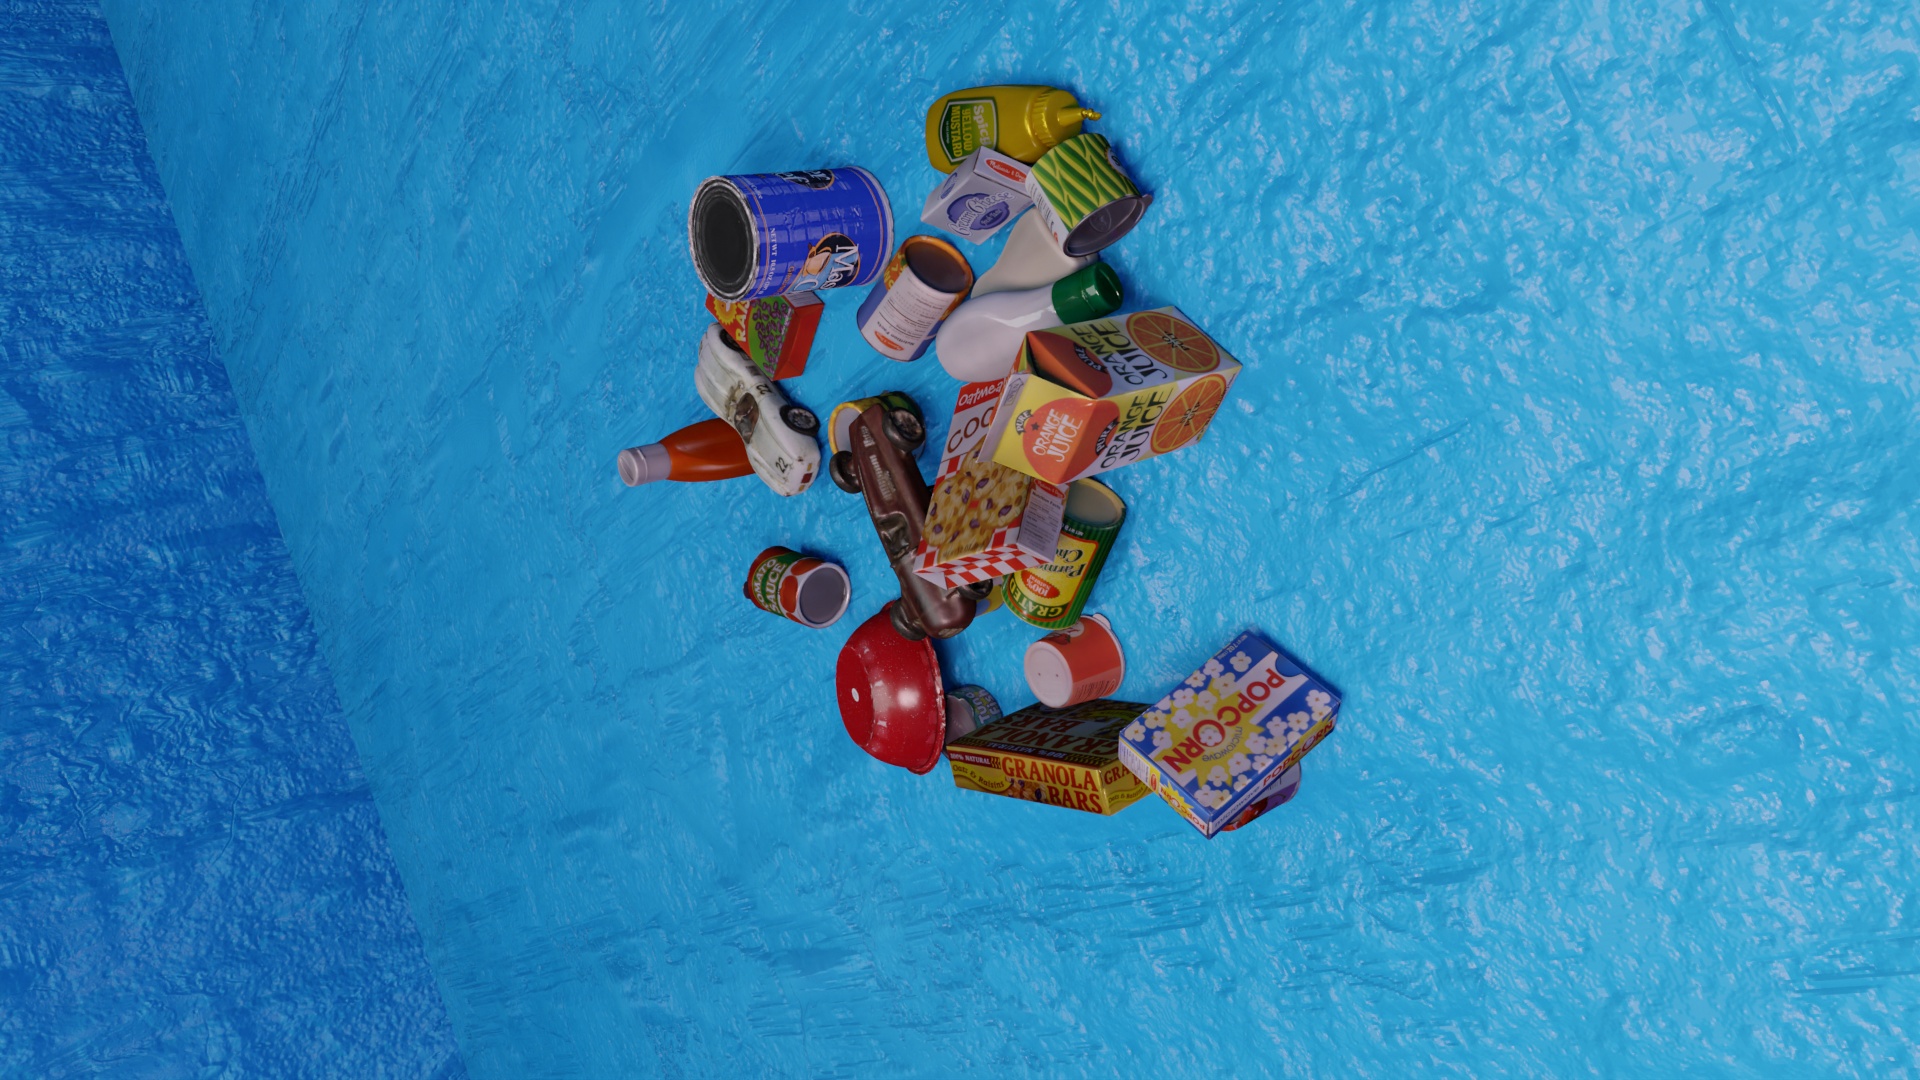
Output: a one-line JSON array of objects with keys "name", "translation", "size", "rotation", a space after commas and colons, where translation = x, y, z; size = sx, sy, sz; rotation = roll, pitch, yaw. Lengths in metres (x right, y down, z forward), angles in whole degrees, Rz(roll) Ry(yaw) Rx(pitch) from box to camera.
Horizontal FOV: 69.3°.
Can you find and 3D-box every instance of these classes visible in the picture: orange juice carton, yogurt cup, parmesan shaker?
[{"name": "orange juice carton", "translation": [0.090, -0.095, 0.911], "size": [0.073, 0.193, 0.071], "rotation": [47, 133, 27]}, {"name": "yogurt cup", "translation": [0.087, 0.098, 1.090], "size": [0.072, 0.054, 0.072], "rotation": [21, 119, 44]}, {"name": "parmesan shaker", "translation": [0.076, 0.007, 1.060], "size": [0.071, 0.071, 0.102], "rotation": [45, 133, 30]}]

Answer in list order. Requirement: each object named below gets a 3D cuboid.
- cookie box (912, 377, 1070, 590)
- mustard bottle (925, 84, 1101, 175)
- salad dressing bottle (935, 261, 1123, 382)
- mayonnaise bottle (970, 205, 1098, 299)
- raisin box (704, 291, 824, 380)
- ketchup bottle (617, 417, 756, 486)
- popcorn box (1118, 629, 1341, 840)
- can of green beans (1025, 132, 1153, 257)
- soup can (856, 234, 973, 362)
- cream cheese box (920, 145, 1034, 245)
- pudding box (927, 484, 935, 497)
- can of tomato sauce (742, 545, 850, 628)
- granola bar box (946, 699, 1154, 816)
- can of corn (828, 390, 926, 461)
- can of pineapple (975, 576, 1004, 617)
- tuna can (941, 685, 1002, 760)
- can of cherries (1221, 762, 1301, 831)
[{"name": "cookie box", "translation": [0.033, -0.054, 1.040], "size": [0.122, 0.040, 0.168], "rotation": [-17, 52, 50]}, {"name": "mustard bottle", "translation": [0.040, -0.302, 1.010], "size": [0.160, 0.049, 0.065], "rotation": [7, 105, 48]}, {"name": "salad dressing bottle", "translation": [0.049, -0.159, 1.006], "size": [0.147, 0.044, 0.064], "rotation": [-17, 123, 39]}, {"name": "mayonnaise bottle", "translation": [0.042, -0.188, 1.054], "size": [0.065, 0.041, 0.147], "rotation": [56, 139, 10]}, {"name": "raisin box", "translation": [-0.186, -0.223, 1.310], "size": [0.124, 0.040, 0.085], "rotation": [47, 135, 27]}, {"name": "ketchup bottle", "translation": [-0.260, -0.085, 1.356], "size": [0.065, 0.149, 0.043], "rotation": [55, 136, 21]}, {"name": "popcorn box", "translation": [0.180, 0.129, 0.934], "size": [0.085, 0.127, 0.038], "rotation": [40, 155, 34]}, {"name": "can of green beans", "translation": [0.087, -0.240, 0.964], "size": [0.071, 0.071, 0.058], "rotation": [-44, 68, 47]}, {"name": "soup can", "translation": [-0.037, -0.198, 1.125], "size": [0.071, 0.071, 0.083], "rotation": [59, 138, 16]}, {"name": "cream cheese box", "translation": [0.015, -0.255, 1.033], "size": [0.103, 0.053, 0.024], "rotation": [-18, 56, 65]}, {"name": "pudding box", "translation": [0.004, -0.014, 1.151], "size": [0.084, 0.050, 0.030], "rotation": [41, 129, 34]}, {"name": "can of tomato sauce", "translation": [-0.158, 0.045, 1.344], "size": [0.083, 0.071, 0.071], "rotation": [15, 114, 45]}, {"name": "granola bar box", "translation": [0.090, 0.158, 1.052], "size": [0.165, 0.125, 0.039], "rotation": [-1, 103, 49]}, {"name": "can of corn", "translation": [-0.074, -0.095, 1.207], "size": [0.071, 0.058, 0.071], "rotation": [20, 117, 44]}, {"name": "can of pineapple", "translation": [-0.003, 0.037, 1.170], "size": [0.071, 0.058, 0.070], "rotation": [20, 118, 44]}, {"name": "tuna can", "translation": [0.007, 0.161, 1.221], "size": [0.071, 0.033, 0.070], "rotation": [20, 117, 45]}, {"name": "can of cherries", "translation": [0.195, 0.167, 0.983], "size": [0.071, 0.058, 0.071], "rotation": [19, 117, 44]}]
